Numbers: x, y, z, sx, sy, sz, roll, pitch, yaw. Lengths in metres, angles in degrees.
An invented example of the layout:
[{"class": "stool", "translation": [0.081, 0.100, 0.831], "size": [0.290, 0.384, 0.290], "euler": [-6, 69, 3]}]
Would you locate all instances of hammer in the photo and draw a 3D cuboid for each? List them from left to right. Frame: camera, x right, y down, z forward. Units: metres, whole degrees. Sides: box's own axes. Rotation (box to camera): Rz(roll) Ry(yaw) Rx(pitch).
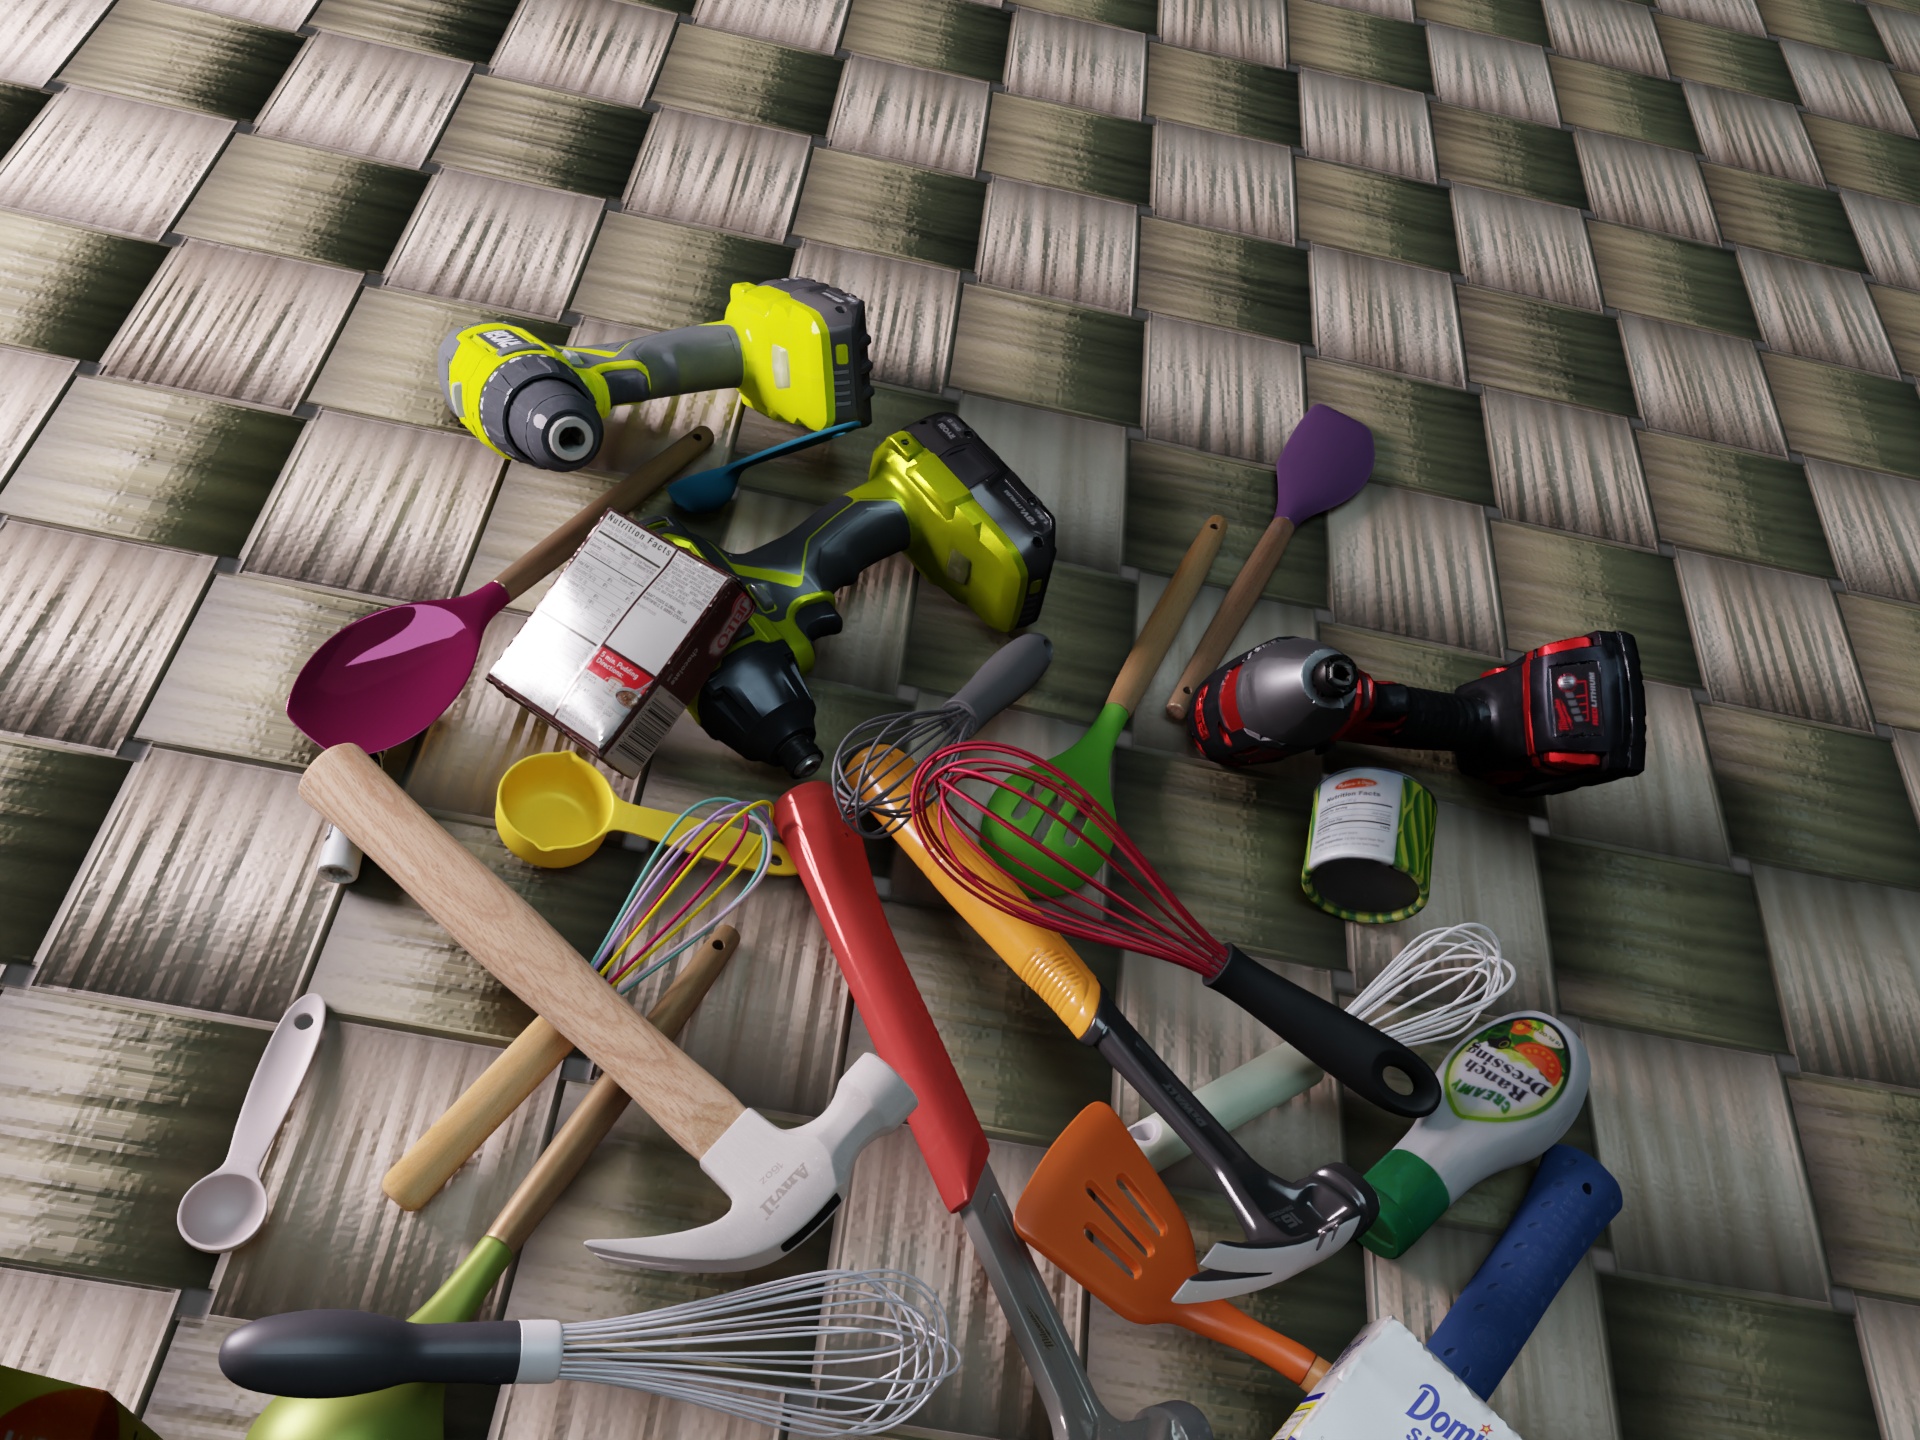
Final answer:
[{"class": "hammer", "translation": [-0.182, 0.112, 0.694], "size": [0.331, 0.031, 0.130], "euler": [35, 67, 24]}, {"class": "hammer", "translation": [-0.017, 0.172, 0.708], "size": [0.149, 0.036, 0.359], "euler": [16, 37, -47]}, {"class": "hammer", "translation": [0.041, 0.122, 0.743], "size": [0.127, 0.034, 0.337], "euler": [2, 36, -48]}, {"class": "hammer", "translation": [0.174, 0.332, 0.665], "size": [0.144, 0.035, 0.405], "euler": [41, 56, 17]}]

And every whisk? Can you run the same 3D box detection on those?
[{"class": "whisk", "translation": [-0.168, 0.121, 0.728], "size": [0.051, 0.047, 0.245], "euler": [47, 62, -9]}, {"class": "whisk", "translation": [-0.131, 0.243, 0.612], "size": [0.284, 0.070, 0.070], "euler": [9, 52, -24]}, {"class": "whisk", "translation": [-0.002, -0.003, 0.826], "size": [0.055, 0.055, 0.239], "euler": [32, 31, 11]}, {"class": "whisk", "translation": [0.104, 0.102, 0.738], "size": [0.295, 0.073, 0.073], "euler": [33, 53, -7]}, {"class": "whisk", "translation": [0.178, 0.165, 0.786], "size": [0.246, 0.059, 0.058], "euler": [-22, 25, -22]}]

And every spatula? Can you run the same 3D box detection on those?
[{"class": "spatula", "translation": [0.197, -0.107, 1.003], "size": [0.060, 0.018, 0.316], "euler": [29, 53, 9]}, {"class": "spatula", "translation": [0.167, 0.278, 0.654], "size": [0.323, 0.041, 0.081], "euler": [31, 44, 17]}]

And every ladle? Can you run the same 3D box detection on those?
[{"class": "ladle", "translation": [-0.182, 0.208, 0.679], "size": [0.078, 0.062, 0.320], "euler": [28, 46, 7]}]

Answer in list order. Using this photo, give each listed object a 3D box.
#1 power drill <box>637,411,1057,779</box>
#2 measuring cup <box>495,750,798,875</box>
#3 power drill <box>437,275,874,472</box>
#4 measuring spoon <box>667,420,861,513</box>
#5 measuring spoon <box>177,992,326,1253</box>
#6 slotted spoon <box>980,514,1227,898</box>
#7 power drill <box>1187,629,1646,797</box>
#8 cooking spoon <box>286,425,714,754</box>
[{"class": "power drill", "translation": [-0.063, -0.071, 0.884], "size": [0.223, 0.080, 0.171], "euler": [-29, 64, -25]}, {"class": "measuring cup", "translation": [-0.157, 0.060, 0.802], "size": [0.156, 0.029, 0.062], "euler": [17, 48, -15]}, {"class": "power drill", "translation": [-0.169, -0.194, 0.909], "size": [0.228, 0.080, 0.191], "euler": [-15, 28, -24]}, {"class": "measuring spoon", "translation": [-0.111, -0.143, 0.916], "size": [0.042, 0.128, 0.021], "euler": [-20, 94, -67]}, {"class": "measuring spoon", "translation": [-0.301, 0.174, 0.690], "size": [0.034, 0.018, 0.124], "euler": [11, 46, -5]}, {"class": "slotted spoon", "translation": [0.097, -0.023, 0.914], "size": [0.070, 0.031, 0.314], "euler": [24, 51, 10]}, {"class": "power drill", "translation": [0.248, -0.007, 0.863], "size": [0.219, 0.143, 0.078], "euler": [3, 79, -13]}, {"class": "cooking spoon", "translation": [-0.235, -0.083, 0.873], "size": [0.069, 0.017, 0.319], "euler": [38, 50, 4]}]
